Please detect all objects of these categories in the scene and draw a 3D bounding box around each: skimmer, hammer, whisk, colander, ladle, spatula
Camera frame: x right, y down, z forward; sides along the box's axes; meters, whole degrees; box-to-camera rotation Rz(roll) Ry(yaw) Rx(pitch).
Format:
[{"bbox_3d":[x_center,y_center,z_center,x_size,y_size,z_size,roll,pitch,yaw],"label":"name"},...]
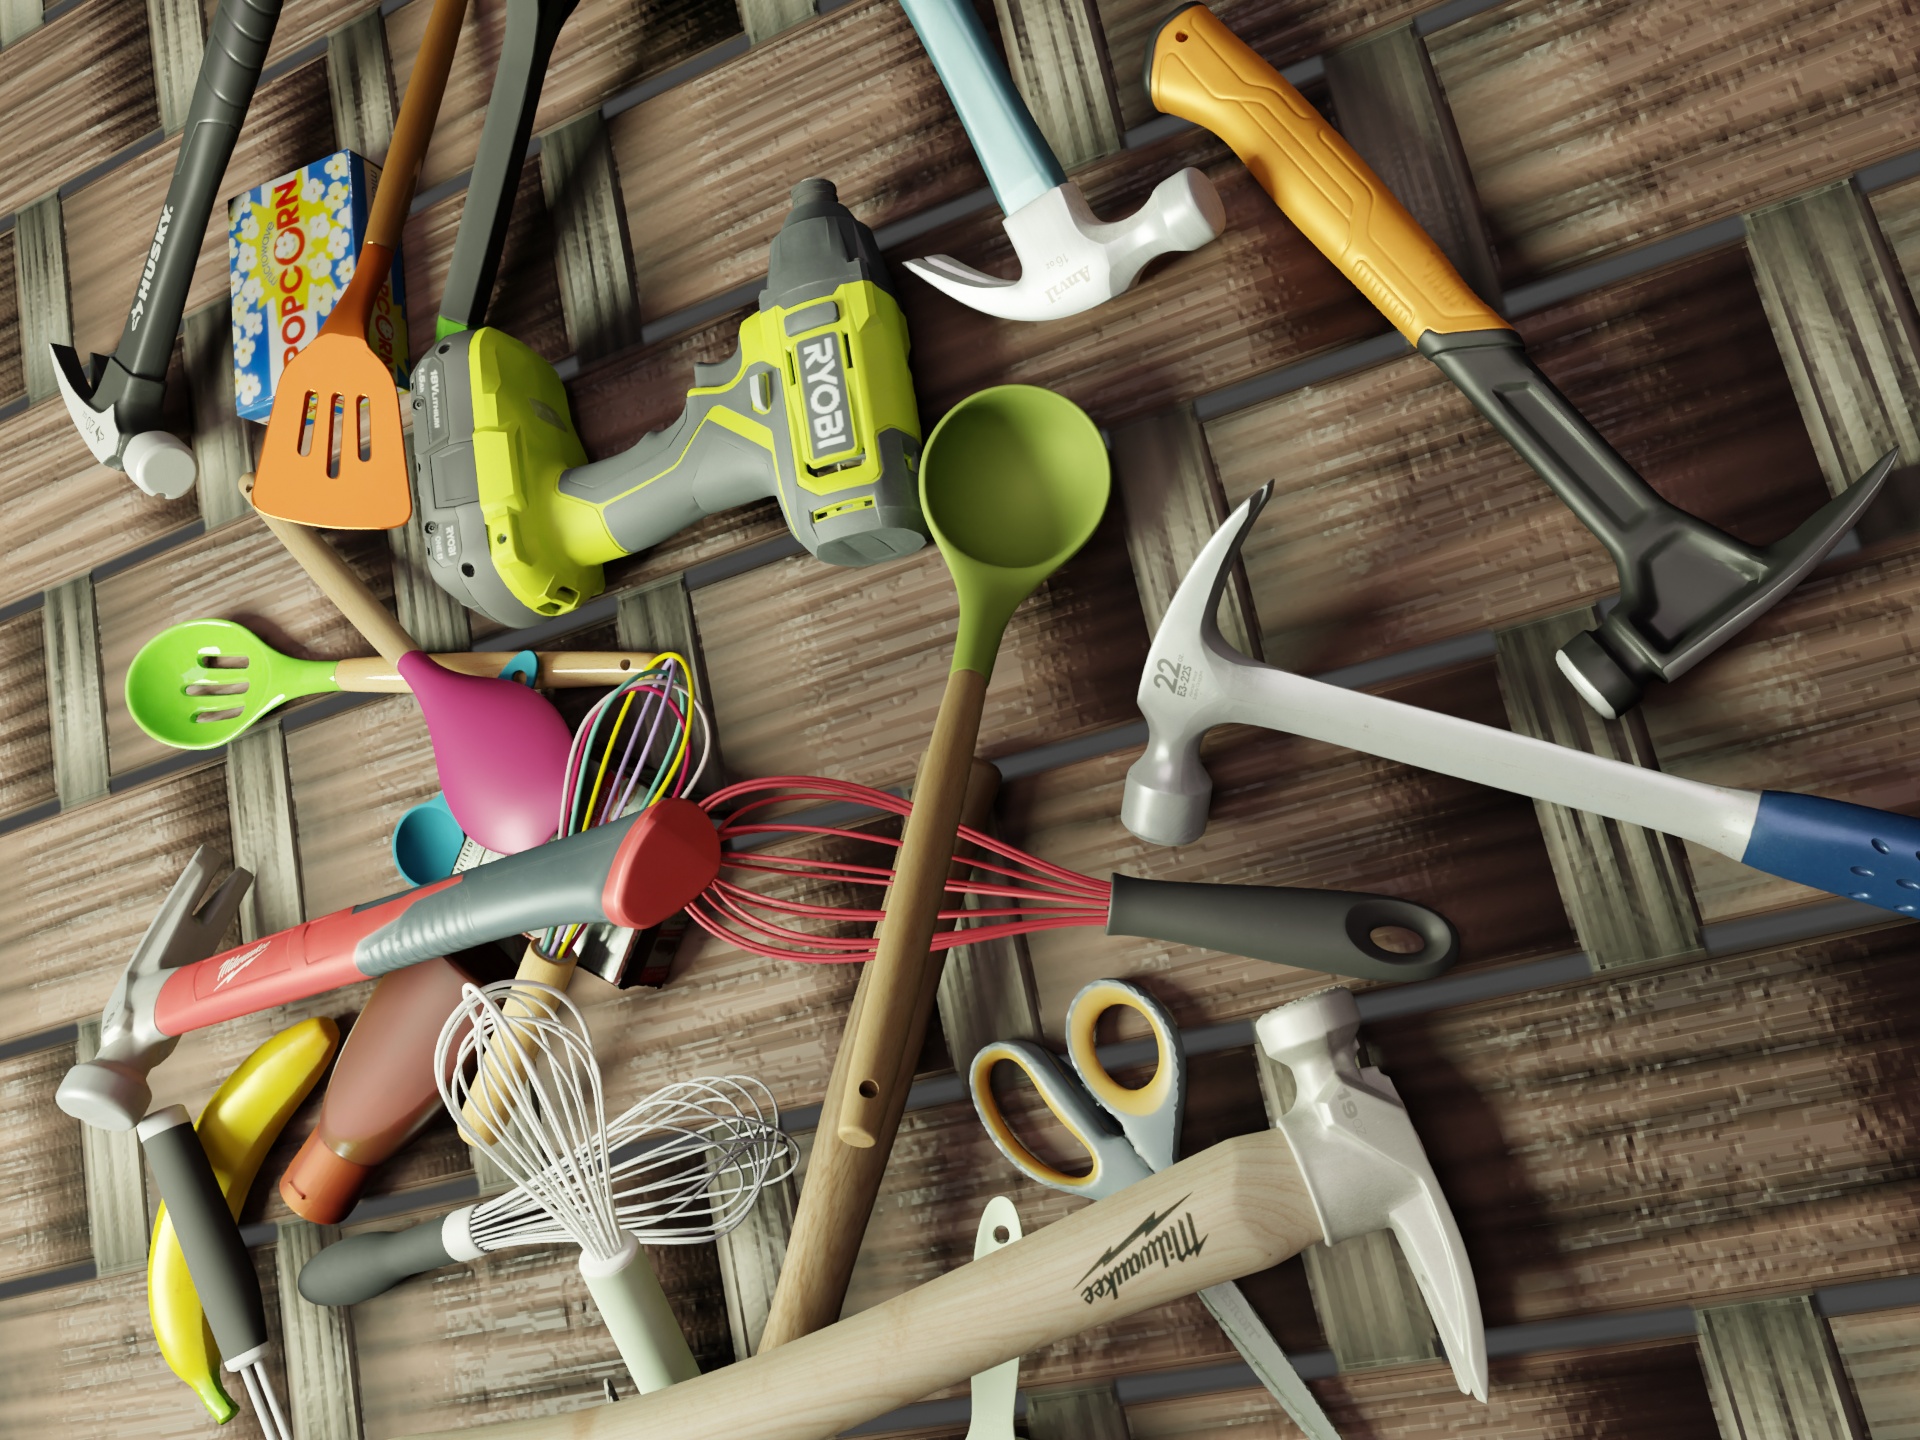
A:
[{"bbox_3d":[-0.311,0.346,0.694,0.127,0.090,0.363,-29,80,18],"label":"skimmer"},{"bbox_3d":[0.186,-0.166,0.608,0.127,0.034,0.337,-41,69,13],"label":"hammer"},{"bbox_3d":[-0.141,0.203,0.623,0.059,0.058,0.246,17,131,50],"label":"whisk"},{"bbox_3d":[-0.020,-0.317,0.649,0.128,0.033,0.331,-24,97,35],"label":"hammer"},{"bbox_3d":[0.253,0.027,0.530,0.406,0.035,0.144,16,117,20],"label":"hammer"},{"bbox_3d":[-0.024,0.233,0.560,0.410,0.038,0.146,-20,73,-3],"label":"hammer"},{"bbox_3d":[-0.158,-0.335,0.745,0.094,0.205,0.397,17,108,-10],"label":"colander"},{"bbox_3d":[-0.397,-0.294,0.829,0.146,0.035,0.334,35,107,36],"label":"hammer"},{"bbox_3d":[-0.245,0.080,0.673,0.386,0.038,0.143,-18,43,33],"label":"hammer"},{"bbox_3d":[-0.191,0.219,0.703,0.284,0.070,0.070,-23,74,24],"label":"whisk"},{"bbox_3d":[-0.001,-0.002,0.573,0.078,0.062,0.320,11,52,3],"label":"ladle"},{"bbox_3d":[0.036,0.067,0.592,0.296,0.073,0.073,6,85,4],"label":"whisk"},{"bbox_3d":[-0.046,0.171,0.632,0.130,0.031,0.331,19,80,-20],"label":"hammer"},{"bbox_3d":[-0.163,0.081,0.670,0.047,0.051,0.245,31,107,18],"label":"whisk"},{"bbox_3d":[-0.283,-0.249,0.797,0.081,0.041,0.323,6,70,5],"label":"spatula"}]

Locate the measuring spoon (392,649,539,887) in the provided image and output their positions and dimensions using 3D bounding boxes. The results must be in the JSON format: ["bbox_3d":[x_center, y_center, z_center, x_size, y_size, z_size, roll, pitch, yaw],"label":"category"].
[{"bbox_3d":[-0.228,0.023,0.758,0.042,0.021,0.128,33,99,17],"label":"measuring spoon"}]

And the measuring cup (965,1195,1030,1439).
[{"bbox_3d":[0.019,0.269,0.613,0.083,0.038,0.168,-2,80,23],"label":"measuring cup"}]

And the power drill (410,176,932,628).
[{"bbox_3d":[-0.129,-0.138,0.717,0.223,0.080,0.171,-13,78,17],"label":"power drill"}]

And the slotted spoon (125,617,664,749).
[{"bbox_3d":[-0.285,-0.021,0.790,0.314,0.031,0.070,-1,79,21],"label":"slotted spoon"}]

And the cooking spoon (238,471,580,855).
[{"bbox_3d":[-0.278,-0.041,0.768,0.319,0.017,0.069,40,92,32],"label":"cooking spoon"}]
